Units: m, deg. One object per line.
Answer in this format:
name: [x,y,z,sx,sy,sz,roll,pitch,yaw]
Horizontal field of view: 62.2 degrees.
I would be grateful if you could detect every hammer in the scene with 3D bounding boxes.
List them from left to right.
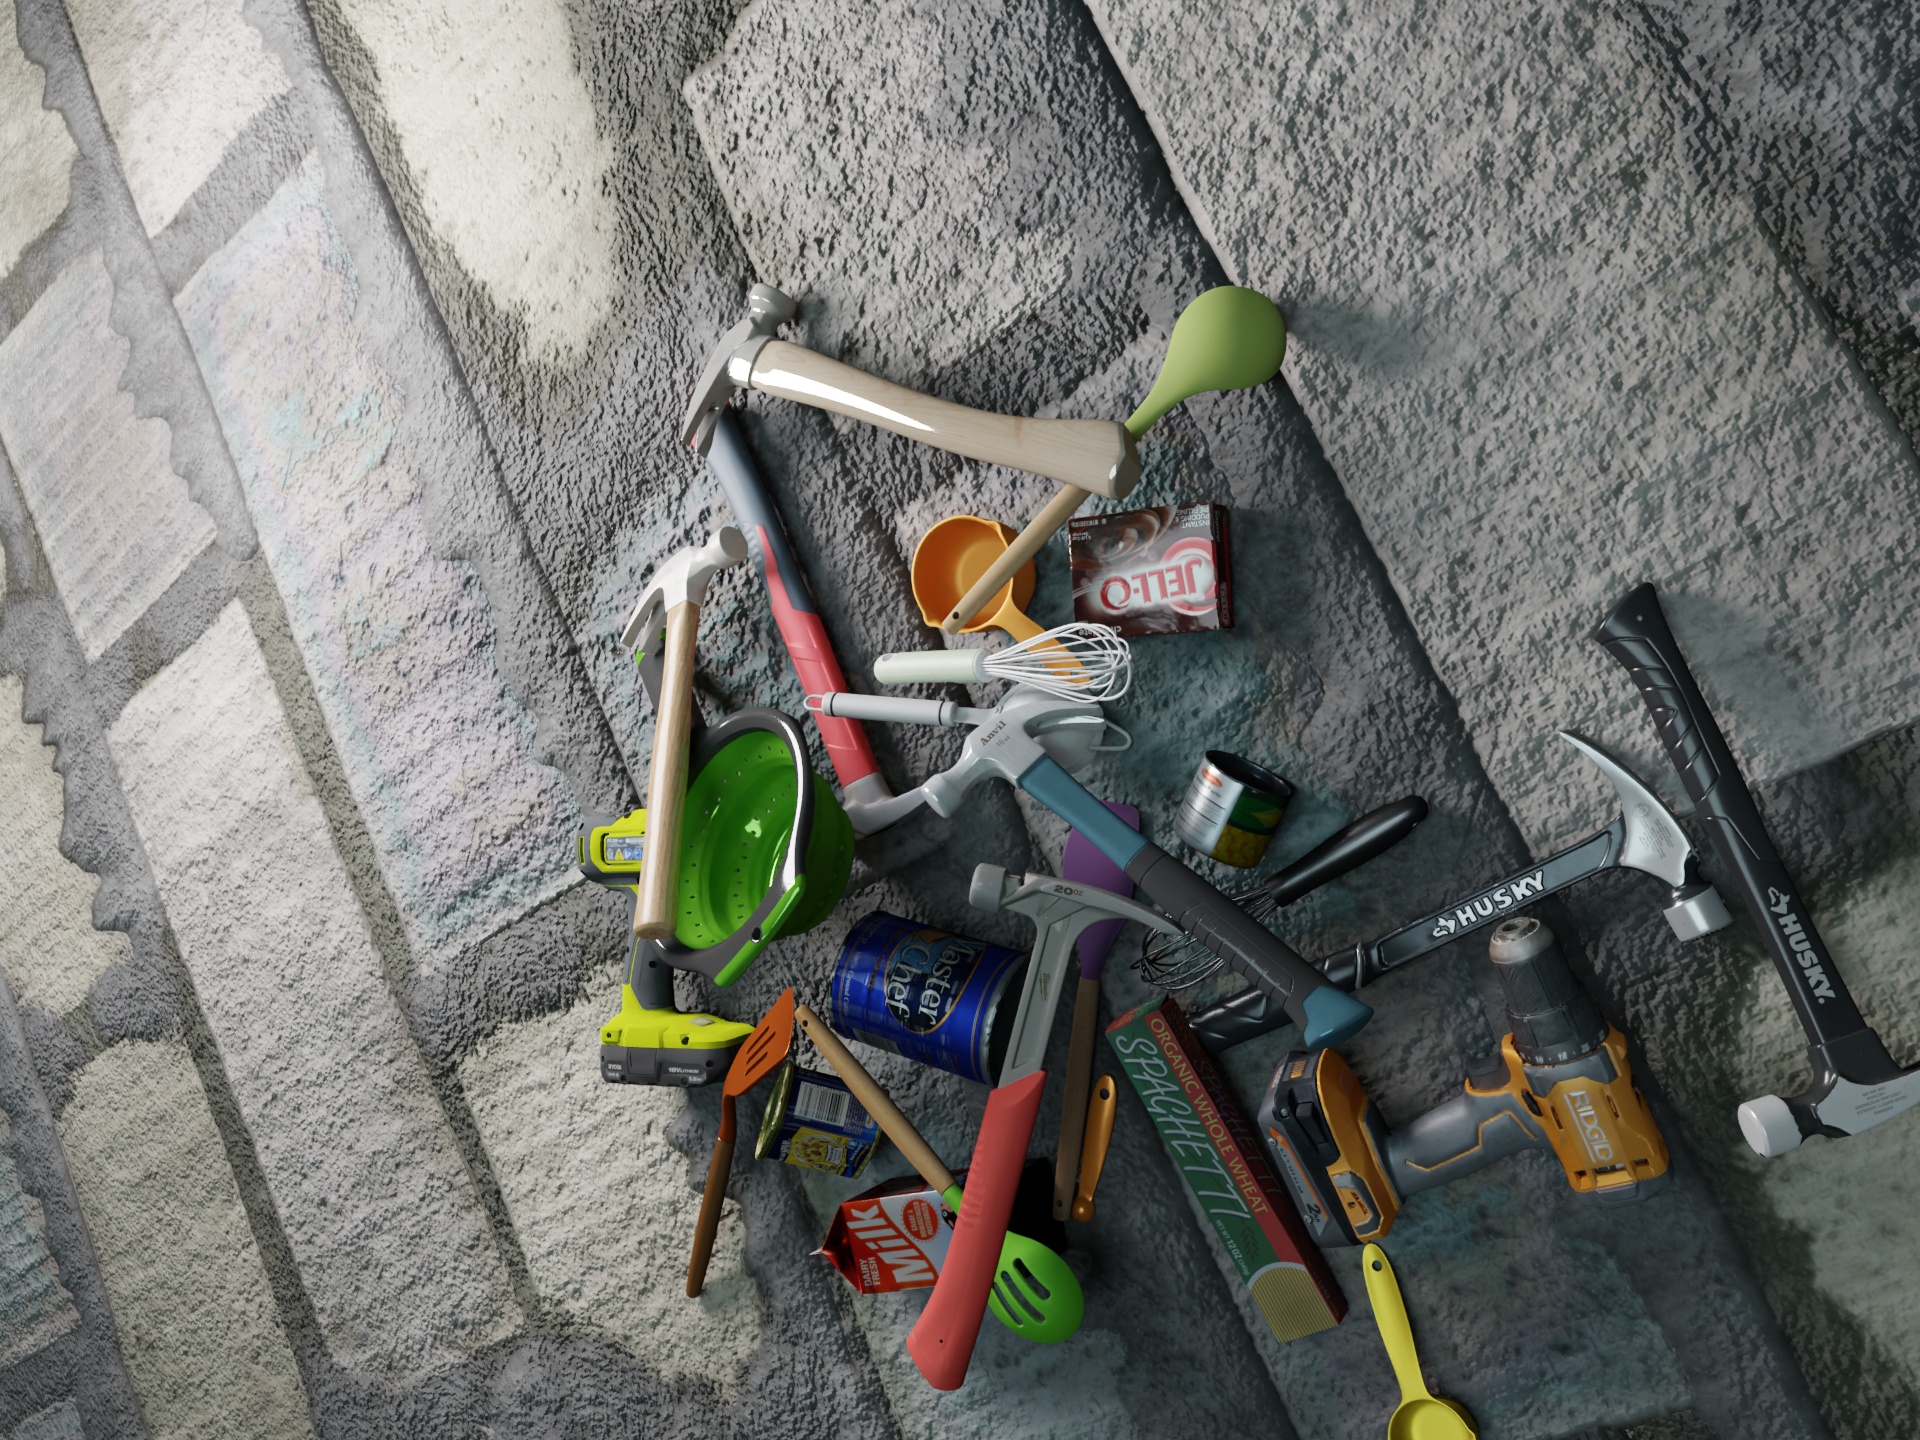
hammer: [-0.226,0.011,1.238,0.130,0.031,0.332,-25,53,38]
hammer: [-0.122,-0.094,1.284,0.143,0.038,0.386,-28,78,26]
hammer: [-0.045,-0.220,1.174,0.411,0.038,0.146,24,85,37]
hammer: [0.040,0.286,1.095,0.149,0.036,0.359,15,93,10]
hammer: [0.127,0.100,1.049,0.128,0.033,0.331,-43,60,-12]
hammer: [0.282,0.151,1.063,0.409,0.036,0.149,-32,75,27]
hammer: [0.467,0.071,0.936,0.146,0.035,0.335,-20,74,3]

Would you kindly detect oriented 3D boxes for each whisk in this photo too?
whisk: [0.024,-0.039,1.140,0.246,0.058,0.059,0,119,45]
whisk: [0.216,0.117,1.093,0.239,0.055,0.055,-35,75,21]

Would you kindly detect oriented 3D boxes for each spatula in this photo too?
spatula: [-0.187,0.363,1.311,0.041,0.081,0.322,10,118,-10]
spatula: [0.091,0.216,1.182,0.060,0.018,0.316,8,94,31]

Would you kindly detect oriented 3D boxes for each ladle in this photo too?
ladle: [0.102,-0.175,1.120,0.320,0.062,0.078,-46,69,17]

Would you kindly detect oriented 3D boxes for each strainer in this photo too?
strainer: [-0.002,-0.004,1.189,0.258,0.050,0.087,5,65,21]

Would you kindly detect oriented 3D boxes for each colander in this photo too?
colander: [-0.176,0.052,1.261,0.204,0.094,0.398,-51,40,17]

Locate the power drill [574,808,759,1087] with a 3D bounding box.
power drill: [-0.229,0.185,1.335,0.190,0.080,0.228,-3,88,24]

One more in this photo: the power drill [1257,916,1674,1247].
power drill: [0.306,0.232,1.006,0.226,0.084,0.185,-21,99,27]

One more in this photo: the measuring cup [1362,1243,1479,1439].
measuring cup: [0.305,0.431,1.072,0.062,0.029,0.157,-25,68,28]

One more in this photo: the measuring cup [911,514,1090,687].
measuring cup: [0.042,-0.082,1.183,0.174,0.052,0.095,43,111,19]

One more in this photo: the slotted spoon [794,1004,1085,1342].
slotted spoon: [-0.026,0.327,1.170,0.314,0.031,0.070,46,110,25]

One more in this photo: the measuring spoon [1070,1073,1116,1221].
measuring spoon: [0.099,0.320,1.187,0.021,0.011,0.117,14,99,29]
